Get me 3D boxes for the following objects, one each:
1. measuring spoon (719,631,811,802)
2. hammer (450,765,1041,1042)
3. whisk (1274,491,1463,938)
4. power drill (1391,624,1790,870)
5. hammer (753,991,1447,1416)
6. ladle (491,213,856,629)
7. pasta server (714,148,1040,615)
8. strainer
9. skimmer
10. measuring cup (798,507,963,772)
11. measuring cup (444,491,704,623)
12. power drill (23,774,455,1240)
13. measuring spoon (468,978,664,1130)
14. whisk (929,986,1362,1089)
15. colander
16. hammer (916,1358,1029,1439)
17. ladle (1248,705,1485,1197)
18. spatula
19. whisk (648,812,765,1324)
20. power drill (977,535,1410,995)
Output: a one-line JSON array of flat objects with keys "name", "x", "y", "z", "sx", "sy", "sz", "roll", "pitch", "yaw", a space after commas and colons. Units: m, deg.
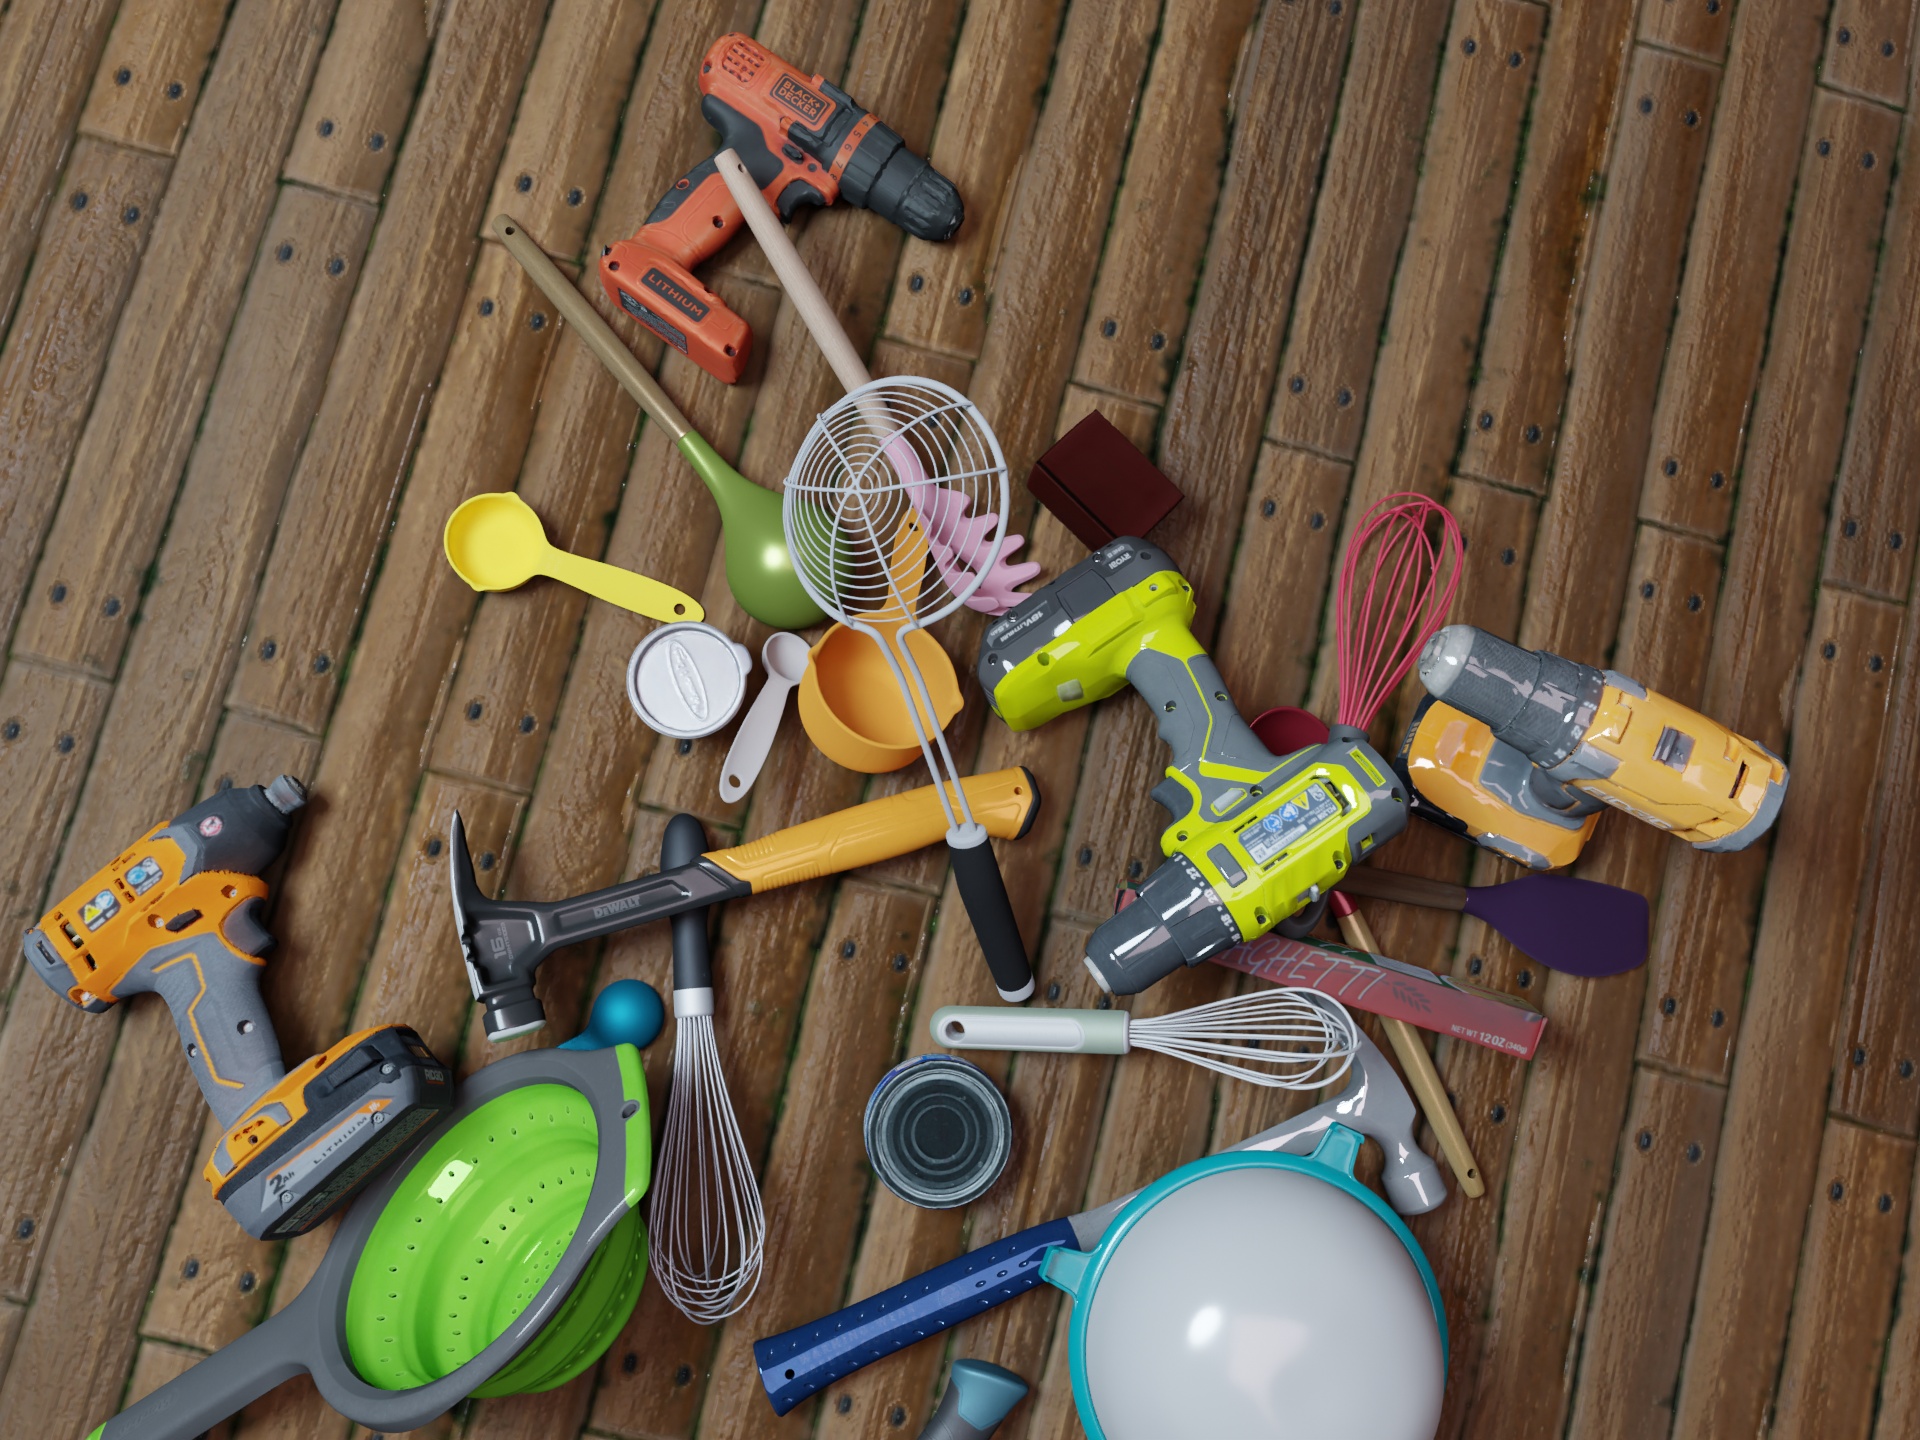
[{"name": "measuring spoon", "x": -0.117, "y": 0.000, "z": 0.925, "sx": 0.034, "sy": 0.018, "sz": 0.124, "roll": 32, "pitch": 52, "yaw": -17}, {"name": "hammer", "x": -0.115, "y": 0.074, "z": 0.905, "sx": 0.337, "sy": 0.034, "sz": 0.127, "roll": -14, "pitch": 77, "yaw": -16}, {"name": "whisk", "x": 0.236, "y": -0.009, "z": 0.937, "sx": 0.073, "sy": 0.073, "sz": 0.296, "roll": 22, "pitch": 72, "yaw": -2}, {"name": "power drill", "x": 0.310, "y": 0.015, "z": 0.877, "sx": 0.185, "sy": 0.226, "sz": 0.084, "roll": 26, "pitch": 81, "yaw": -1}, {"name": "hammer", "x": 0.074, "y": 0.289, "z": 0.919, "sx": 0.405, "sy": 0.035, "sz": 0.144, "roll": -22, "pitch": 85, "yaw": -7}, {"name": "ladle", "x": -0.179, "y": -0.184, "z": 0.961, "sx": 0.078, "sy": 0.062, "sz": 0.320, "roll": -40, "pitch": 81, "yaw": -8}, {"name": "pasta server", "x": -0.051, "y": -0.195, "z": 0.936, "sx": 0.060, "sy": 0.040, "sz": 0.316, "roll": -42, "pitch": 104, "yaw": -47}, {"name": "strainer", "x": 0.190, "y": 0.398, "z": 0.825, "sx": 0.211, "sy": 0.095, "sz": 0.340, "roll": -21, "pitch": 84, "yaw": -6}, {"name": "skimmer", "x": -0.001, "y": -0.003, "z": 0.863, "sx": 0.127, "sy": 0.363, "sz": 0.090, "roll": 1, "pitch": 37, "yaw": 26}, {"name": "measuring cup", "x": -0.045, "y": -0.048, "z": 0.950, "sx": 0.095, "sy": 0.052, "sz": 0.174, "roll": 18, "pitch": 56, "yaw": -14}, {"name": "measuring cup", "x": -0.230, "y": -0.087, "z": 0.951, "sx": 0.156, "sy": 0.029, "sz": 0.062, "roll": 20, "pitch": 81, "yaw": -14}, {"name": "power drill", "x": -0.380, "y": 0.146, "z": 0.867, "sx": 0.164, "sy": 0.084, "sz": 0.226, "roll": -41, "pitch": 77, "yaw": -8}, {"name": "measuring spoon", "x": -0.228, "y": 0.195, "z": 0.911, "sx": 0.128, "sy": 0.021, "sz": 0.042, "roll": -35, "pitch": 87, "yaw": -8}, {"name": "whisk", "x": 0.103, "y": 0.179, "z": 0.908, "sx": 0.246, "sy": 0.059, "sz": 0.058, "roll": 0, "pitch": 95, "yaw": 11}, {"name": "colander", "x": -0.302, "y": 0.329, "z": 0.853, "sx": 0.397, "sy": 0.205, "sz": 0.094, "roll": -33, "pitch": 125, "yaw": 8}, {"name": "hammer", "x": -0.075, "y": 0.498, "z": 0.881, "sx": 0.128, "sy": 0.033, "sz": 0.331, "roll": 37, "pitch": 81, "yaw": 1}, {"name": "ladle", "x": 0.246, "y": 0.139, "z": 0.958, "sx": 0.069, "sy": 0.031, "sz": 0.315, "roll": -23, "pitch": 87, "yaw": -8}, {"name": "spatula", "x": 0.275, "y": 0.104, "z": 0.948, "sx": 0.315, "sy": 0.018, "sz": 0.060, "roll": 12, "pitch": 77, "yaw": -13}, {"name": "whisk", "x": -0.149, "y": 0.193, "z": 0.905, "sx": 0.070, "sy": 0.070, "sz": 0.285, "roll": -4, "pitch": 78, "yaw": -5}, {"name": "power drill", "x": 0.108, "y": 0.025, "z": 0.891, "sx": 0.190, "sy": 0.080, "sz": 0.229, "roll": -34, "pitch": 63, "yaw": -4}]
